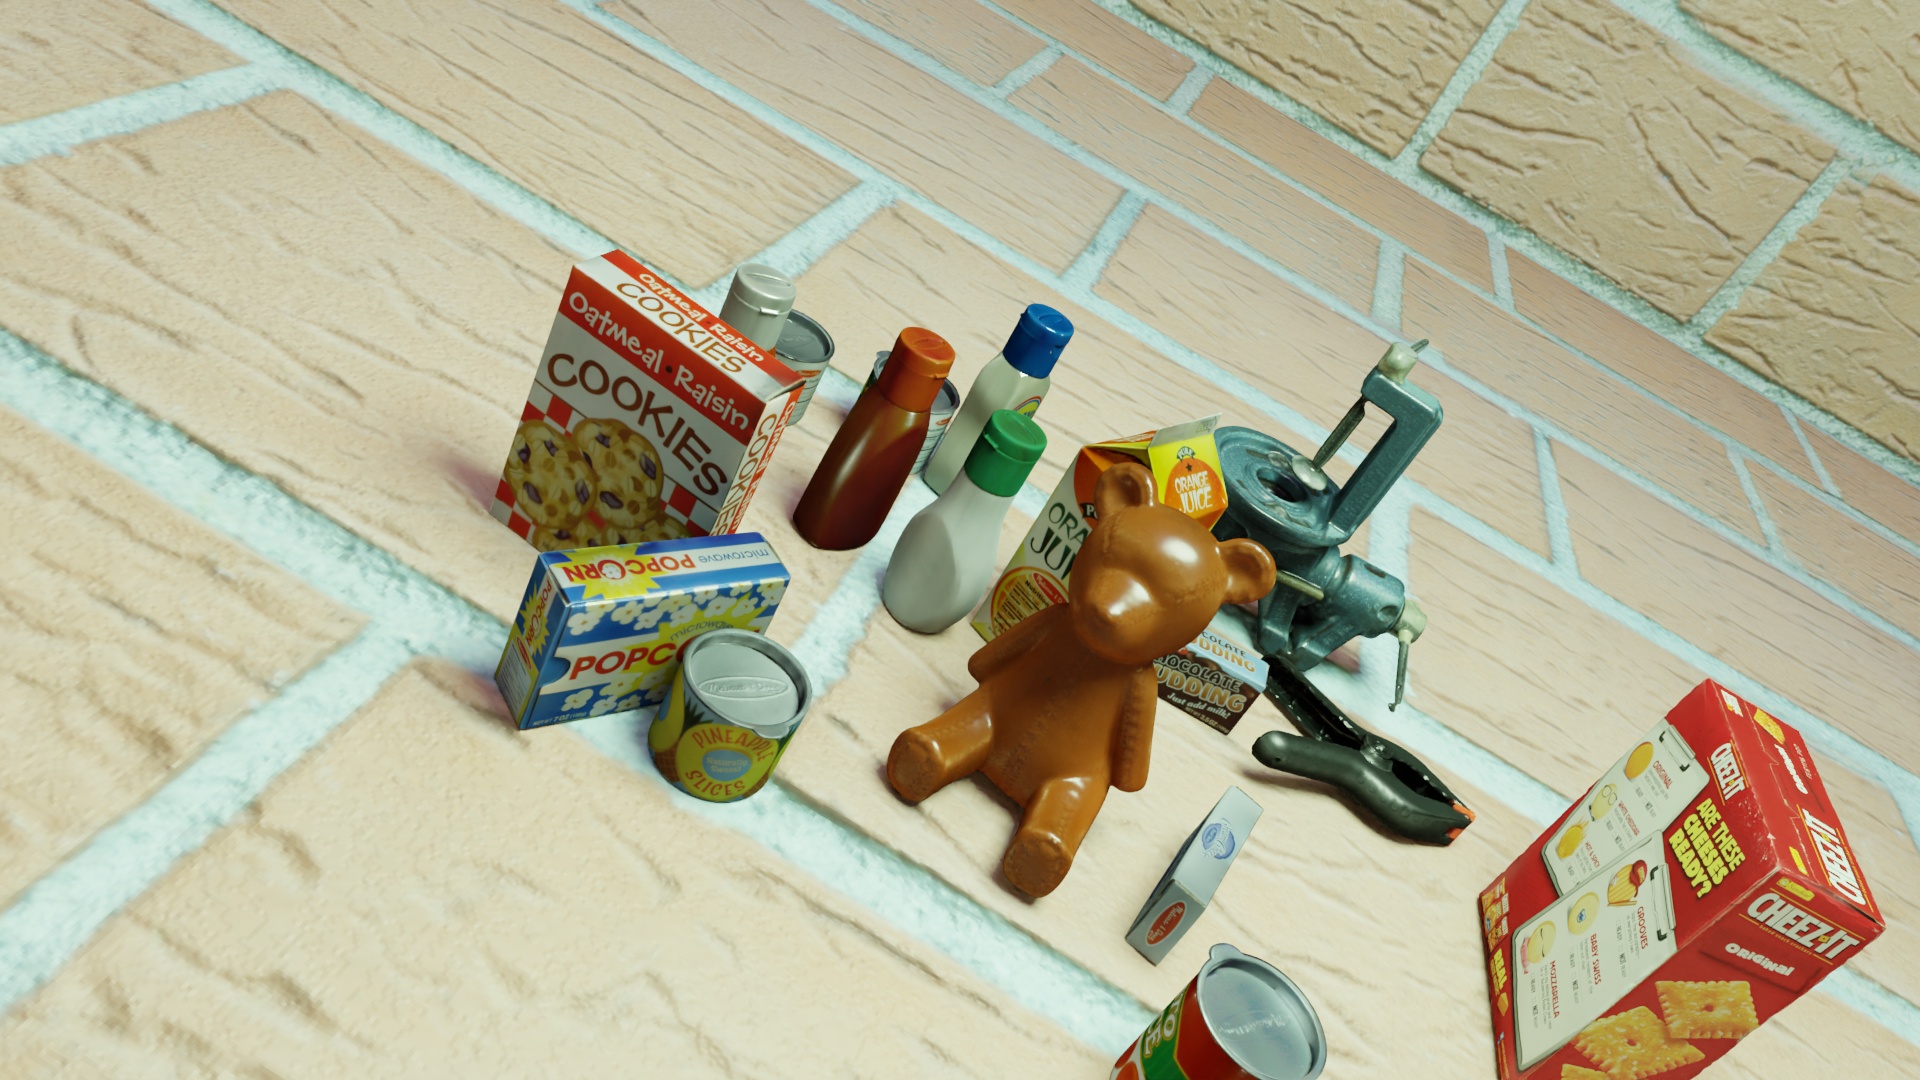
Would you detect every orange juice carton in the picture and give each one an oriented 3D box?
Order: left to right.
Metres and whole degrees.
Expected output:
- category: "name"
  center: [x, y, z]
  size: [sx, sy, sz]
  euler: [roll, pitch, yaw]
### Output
- category: "orange juice carton"
  center: [0.091, 0.001, 0.839]
  size: [0.072, 0.191, 0.073]
  euler: [-14, 53, -48]

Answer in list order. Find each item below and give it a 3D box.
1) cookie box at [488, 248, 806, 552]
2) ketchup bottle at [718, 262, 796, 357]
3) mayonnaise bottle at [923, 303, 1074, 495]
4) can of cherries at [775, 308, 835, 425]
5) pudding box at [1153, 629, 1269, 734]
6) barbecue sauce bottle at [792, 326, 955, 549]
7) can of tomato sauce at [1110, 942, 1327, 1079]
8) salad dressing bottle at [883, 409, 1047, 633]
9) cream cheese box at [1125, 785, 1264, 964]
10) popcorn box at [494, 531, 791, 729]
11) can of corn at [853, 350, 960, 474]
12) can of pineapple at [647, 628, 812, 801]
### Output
- category: "cookie box"
  center: [-0.167, -0.048, 0.726]
  size: [0.123, 0.166, 0.040]
  euler: [35, 33, 8]
- category: "ketchup bottle"
  center: [-0.140, -0.093, 0.825]
  size: [0.065, 0.148, 0.044]
  euler: [7, 39, -32]
- category: "mayonnaise bottle"
  center: [0.029, -0.094, 0.960]
  size: [0.041, 0.147, 0.065]
  euler: [44, 35, 20]
- category: "can of cherries"
  center: [-0.129, -0.123, 0.957]
  size: [0.071, 0.058, 0.072]
  euler: [21, 34, -15]
- category: "pudding box"
  center: [0.153, 0.084, 0.908]
  size: [0.084, 0.049, 0.030]
  euler: [29, 32, -1]
- category: "barbecue sauce bottle"
  center: [-0.050, -0.062, 0.854]
  size: [0.065, 0.147, 0.044]
  euler: [-15, 53, -48]
- category: "can of tomato sauce"
  center: [0.115, 0.239, 0.637]
  size: [0.071, 0.082, 0.071]
  euler: [21, 34, -15]
- category: "salad dressing bottle"
  center: [0.003, -0.010, 0.827]
  size: [0.044, 0.147, 0.064]
  euler: [-7, 47, -44]
- category: "cream cheese box"
  center: [0.128, 0.180, 0.755]
  size: [0.024, 0.053, 0.104]
  euler: [38, 33, 11]
- category: "popcorn box"
  center: [-0.155, 0.043, 0.688]
  size: [0.127, 0.084, 0.038]
  euler: [-7, 48, -43]
- category: "can of corn"
  center: [-0.044, -0.090, 0.981]
  size: [0.071, 0.058, 0.071]
  euler: [21, 34, -15]
- category: "can of pineapple"
  center: [-0.114, 0.087, 0.685]
  size: [0.071, 0.057, 0.071]
  euler: [21, 34, -15]
